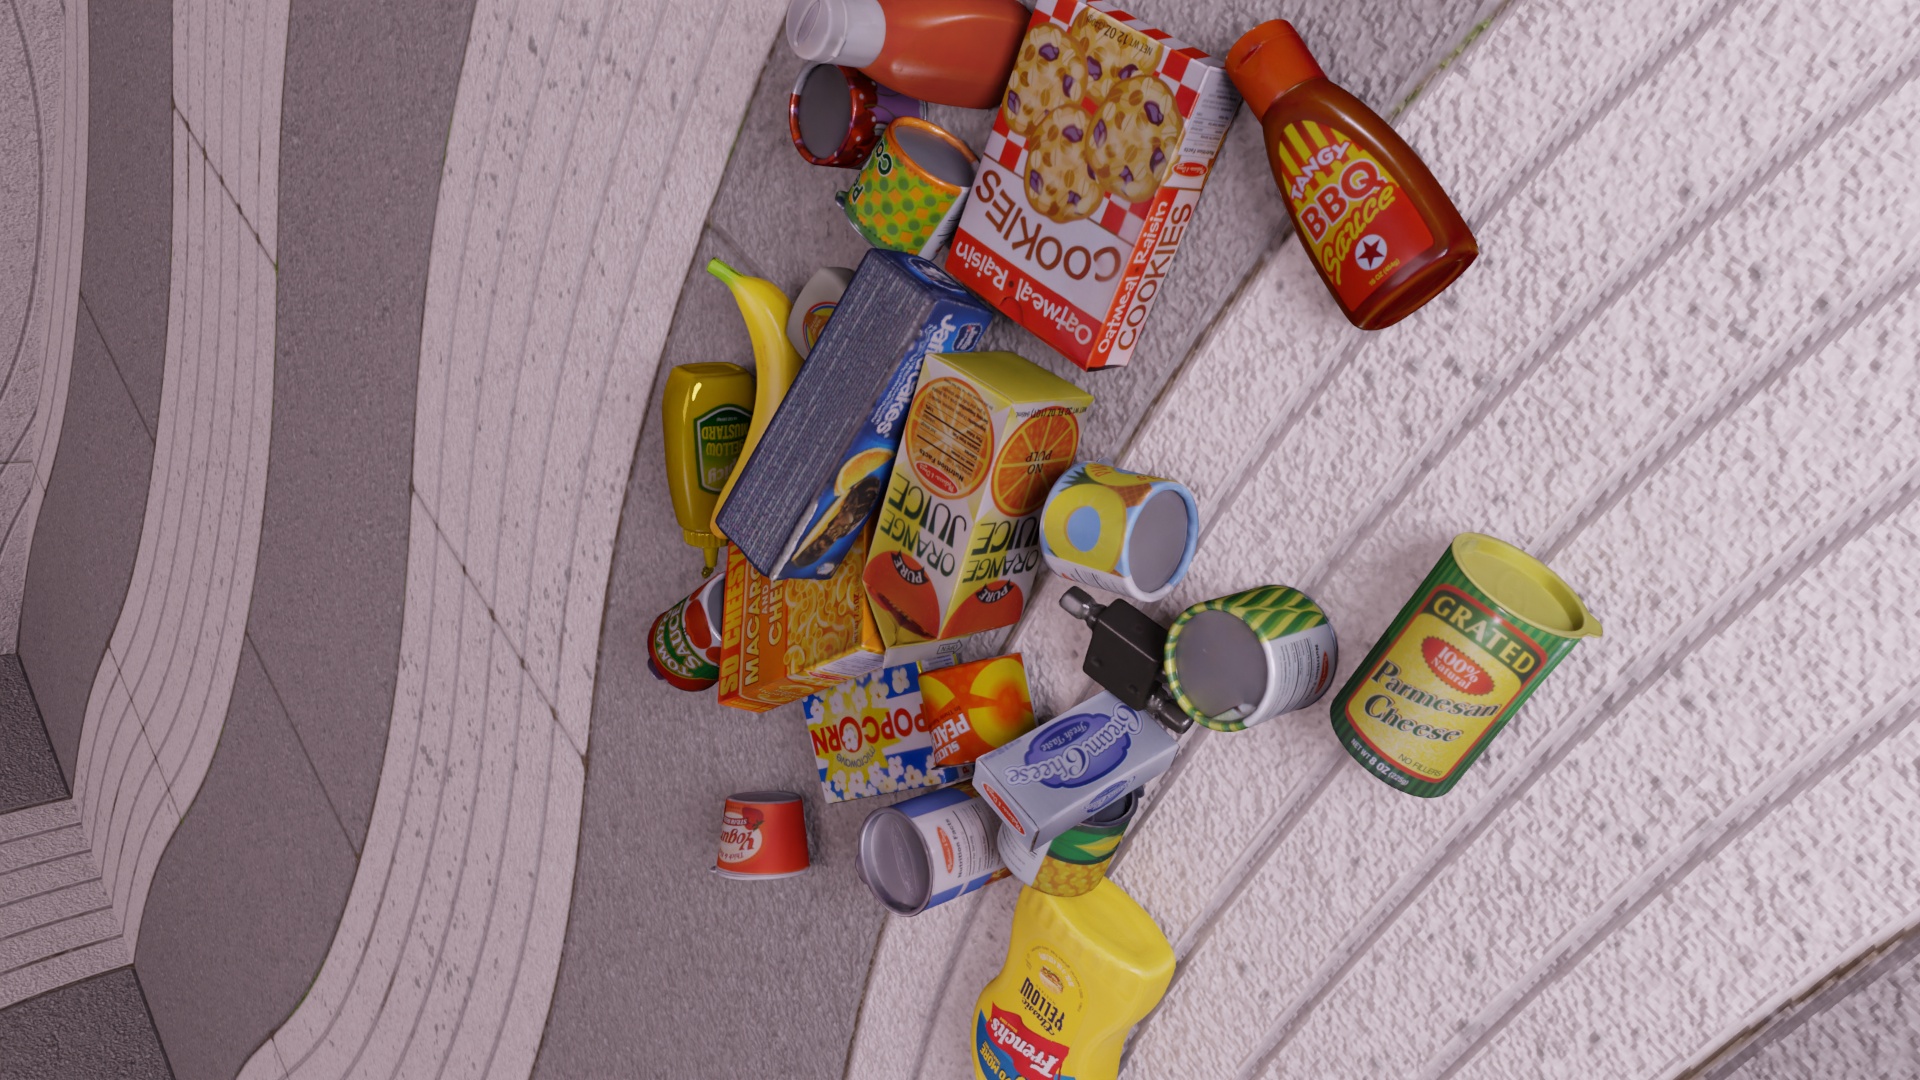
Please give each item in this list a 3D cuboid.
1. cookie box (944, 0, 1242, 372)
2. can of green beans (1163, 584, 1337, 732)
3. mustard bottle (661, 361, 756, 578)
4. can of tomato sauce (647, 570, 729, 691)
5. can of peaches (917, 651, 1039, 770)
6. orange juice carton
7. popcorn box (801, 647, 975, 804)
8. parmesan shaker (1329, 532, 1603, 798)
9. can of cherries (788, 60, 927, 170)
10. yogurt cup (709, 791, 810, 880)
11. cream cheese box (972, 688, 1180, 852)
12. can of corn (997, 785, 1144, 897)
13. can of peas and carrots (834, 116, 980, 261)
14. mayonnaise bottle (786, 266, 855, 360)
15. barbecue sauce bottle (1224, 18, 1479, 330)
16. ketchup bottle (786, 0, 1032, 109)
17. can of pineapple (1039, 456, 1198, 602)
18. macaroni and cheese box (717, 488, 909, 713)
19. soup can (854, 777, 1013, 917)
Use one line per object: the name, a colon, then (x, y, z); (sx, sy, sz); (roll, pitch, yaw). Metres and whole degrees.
cookie box: (0.066, -0.194, 0.746); (0.123, 0.040, 0.166); (41, 123, 33)
can of green beans: (0.144, 0.058, 0.694); (0.071, 0.058, 0.071); (9, 102, 44)
mustard bottle: (-0.180, -0.047, 1.002); (0.049, 0.065, 0.159); (25, 119, 50)
can of tomato sauce: (-0.181, 0.066, 1.013); (0.082, 0.071, 0.071); (-32, 74, 42)
can of peaches: (0.010, 0.101, 0.826); (0.071, 0.071, 0.058); (-16, 84, 45)
orange juice carton: (0.003, -0.010, 0.815); (0.073, 0.072, 0.191); (35, 119, 35)
popcorn box: (-0.047, 0.121, 0.909); (0.126, 0.038, 0.085); (-20, 82, 45)
parmesan shaker: (0.220, 0.058, 0.613); (0.071, 0.071, 0.102); (47, 126, 30)
can of cherries: (-0.063, -0.259, 0.854); (0.071, 0.058, 0.071); (8, 101, 44)
yogurt cup: (-0.142, 0.211, 1.002); (0.072, 0.072, 0.054); (-2, 87, 45)
cream cheese box: (0.063, 0.121, 0.753); (0.053, 0.104, 0.024); (46, 145, 32)
can of corn: (0.062, 0.158, 0.787); (0.071, 0.071, 0.058); (42, 127, 33)
can of peas and carrots: (-0.029, -0.208, 0.820); (0.058, 0.071, 0.071); (-50, 62, 37)
mayonnaise bottle: (-0.052, -0.107, 0.877); (0.148, 0.041, 0.064); (50, 125, 27)
barbecue sauce bottle: (0.173, -0.173, 0.641); (0.064, 0.044, 0.149); (-43, 66, 41)
ketchup bottle: (-0.025, -0.270, 0.750); (0.043, 0.149, 0.064); (56, 130, 21)
can of pineapple: (0.085, -0.007, 0.738); (0.058, 0.071, 0.070); (16, 108, 42)
macaroni and cheese box: (-0.098, 0.036, 0.919); (0.166, 0.040, 0.124); (-25, 57, 45)
soup can: (-0.012, 0.186, 0.851); (0.071, 0.084, 0.071); (8, 102, 44)
